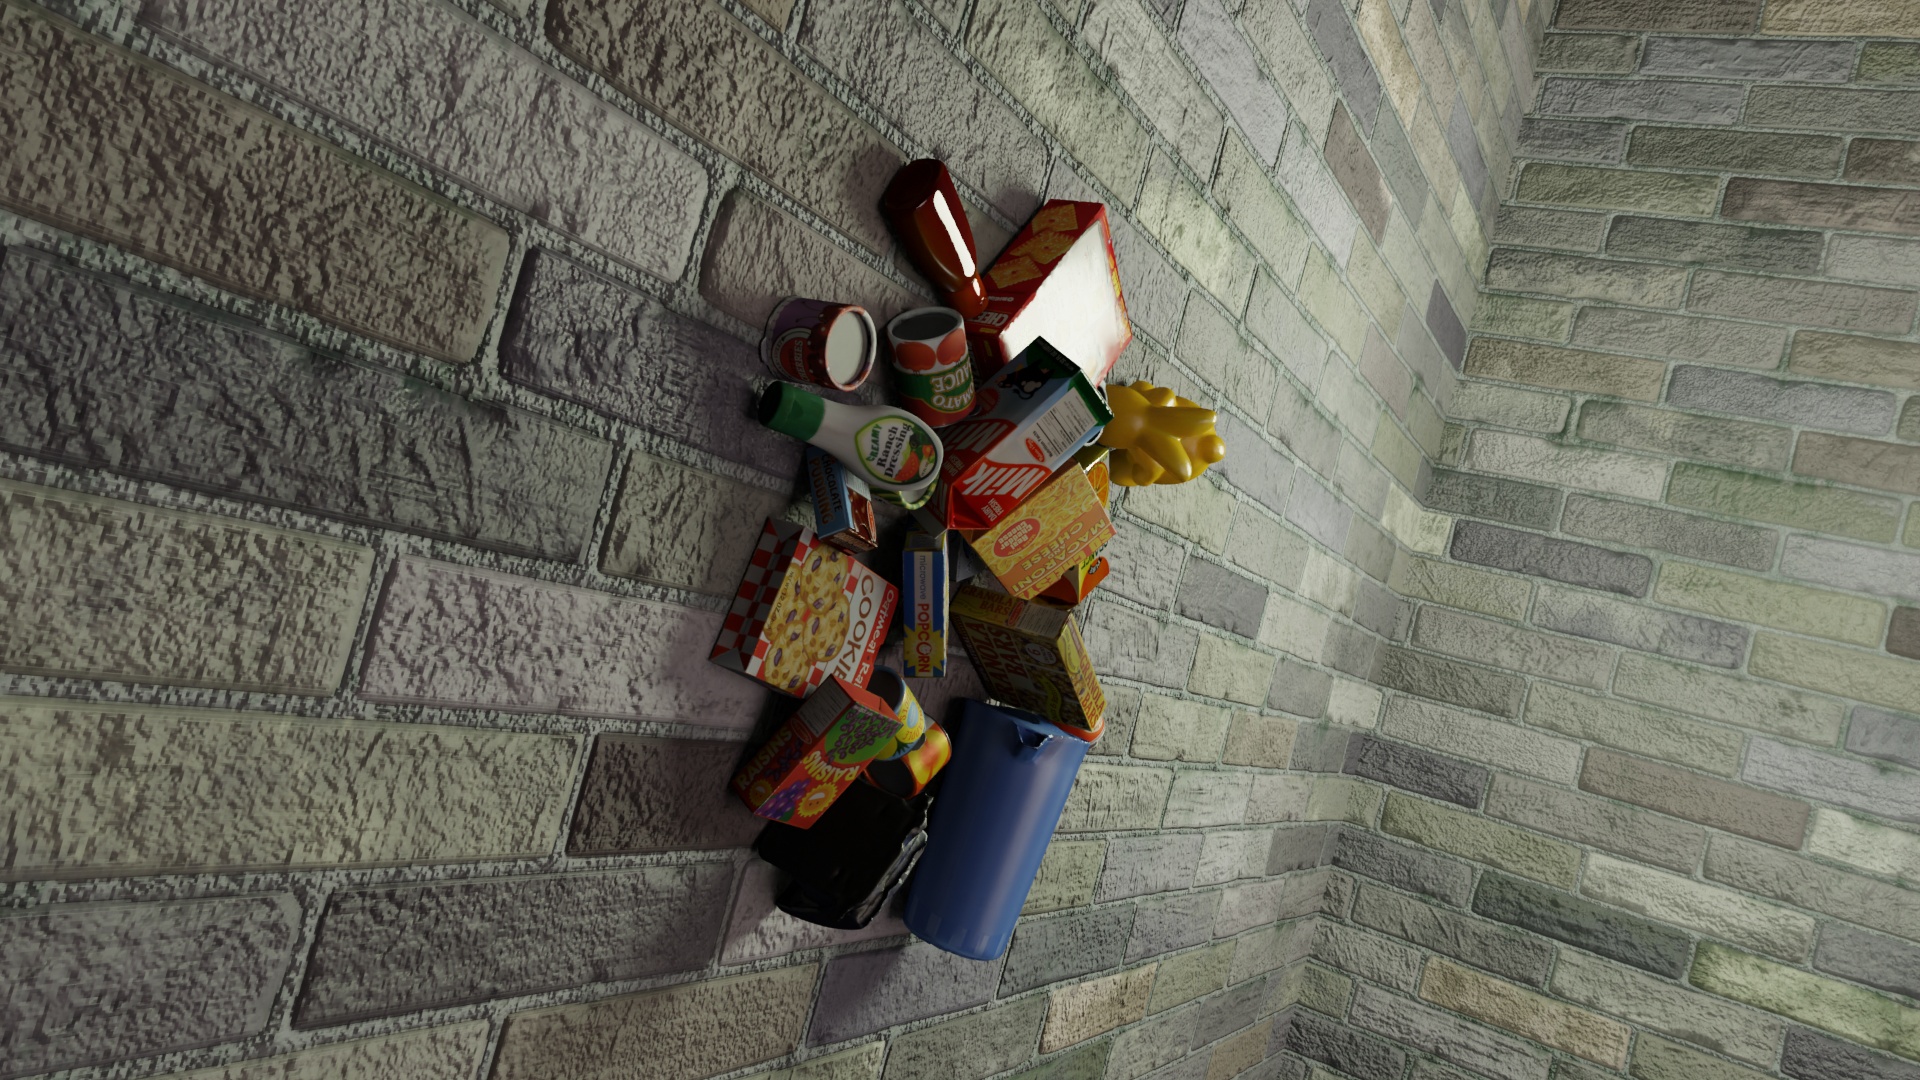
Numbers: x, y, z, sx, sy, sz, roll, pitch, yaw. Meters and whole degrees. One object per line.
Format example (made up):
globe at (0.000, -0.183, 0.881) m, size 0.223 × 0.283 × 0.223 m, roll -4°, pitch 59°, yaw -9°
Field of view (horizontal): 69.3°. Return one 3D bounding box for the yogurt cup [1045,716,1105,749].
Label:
yogurt cup at (0.127, 0.198, 1.581) m, size 0.073 × 0.072 × 0.053 m, roll -47°, pitch 131°, yaw -40°

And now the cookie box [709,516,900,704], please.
cookie box at (-0.120, 0.069, 1.133) m, size 0.167 × 0.040 × 0.123 m, roll 40°, pitch 67°, yaw -57°

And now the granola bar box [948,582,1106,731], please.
granola bar box at (0.068, 0.118, 1.387) m, size 0.039 × 0.124 × 0.164 m, roll -58°, pitch 145°, yaw -27°

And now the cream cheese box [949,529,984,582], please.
cream cheese box at (0.005, -0.017, 1.325) m, size 0.053 × 0.024 × 0.103 m, roll -19°, pitch 118°, yaw -57°

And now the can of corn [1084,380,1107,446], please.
can of corn at (0.111, -0.136, 1.421) m, size 0.071 × 0.058 × 0.071 m, roll -31°, pitch 127°, yaw -51°

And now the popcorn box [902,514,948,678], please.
popcorn box at (-0.031, 0.049, 1.243) m, size 0.085 × 0.038 × 0.126 m, roll -87°, pitch 178°, yaw -68°

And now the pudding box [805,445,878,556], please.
pudding box at (-0.094, -0.035, 1.106) m, size 0.049 × 0.030 × 0.084 m, roll 35°, pitch 40°, yaw -59°

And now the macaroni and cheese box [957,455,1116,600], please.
macaroni and cheese box at (0.073, -0.013, 1.313) m, size 0.124 × 0.040 × 0.166 m, roll -37°, pitch 150°, yaw 1°

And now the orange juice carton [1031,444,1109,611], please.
orange juice carton at (0.109, -0.004, 1.457) m, size 0.072 × 0.073 × 0.191 m, roll -39°, pitch 134°, yaw -48°

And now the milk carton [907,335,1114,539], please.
milk carton at (0.032, -0.082, 1.217) m, size 0.190 × 0.072 × 0.073 m, roll -42°, pitch 134°, yaw -1°

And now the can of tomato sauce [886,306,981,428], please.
can of tomato sauce at (-0.023, -0.147, 1.179) m, size 0.071 × 0.071 × 0.082 m, roll -47°, pitch 139°, yaw -40°

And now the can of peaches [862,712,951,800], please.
can of peaches at (-0.050, 0.199, 1.277) m, size 0.058 × 0.071 × 0.071 m, roll -40°, pitch 135°, yaw -45°

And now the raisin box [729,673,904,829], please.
raisin box at (-0.116, 0.174, 1.135) m, size 0.123 × 0.040 × 0.086 m, roll -48°, pitch 148°, yaw 3°

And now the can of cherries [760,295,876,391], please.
can of cherries at (-0.107, -0.147, 1.049) m, size 0.072 × 0.058 × 0.071 m, roll -31°, pitch 128°, yaw -51°

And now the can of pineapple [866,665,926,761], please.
can of pineapple at (-0.069, 0.152, 1.224) m, size 0.071 × 0.071 × 0.057 m, roll -59°, pitch 146°, yaw -27°

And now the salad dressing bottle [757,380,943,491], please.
salad dressing bottle at (-0.084, -0.082, 1.071) m, size 0.147 × 0.044 × 0.064 m, roll 19°, pitch 91°, yaw -33°

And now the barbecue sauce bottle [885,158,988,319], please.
barbecue sauce bottle at (-0.015, -0.249, 1.178) m, size 0.065 × 0.044 × 0.148 m, roll -62°, pitch 148°, yaw -23°

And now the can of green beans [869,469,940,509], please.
can of green beans at (-0.058, -0.063, 1.166) m, size 0.071 × 0.058 × 0.071 m, roll -31°, pitch 128°, yaw -51°
